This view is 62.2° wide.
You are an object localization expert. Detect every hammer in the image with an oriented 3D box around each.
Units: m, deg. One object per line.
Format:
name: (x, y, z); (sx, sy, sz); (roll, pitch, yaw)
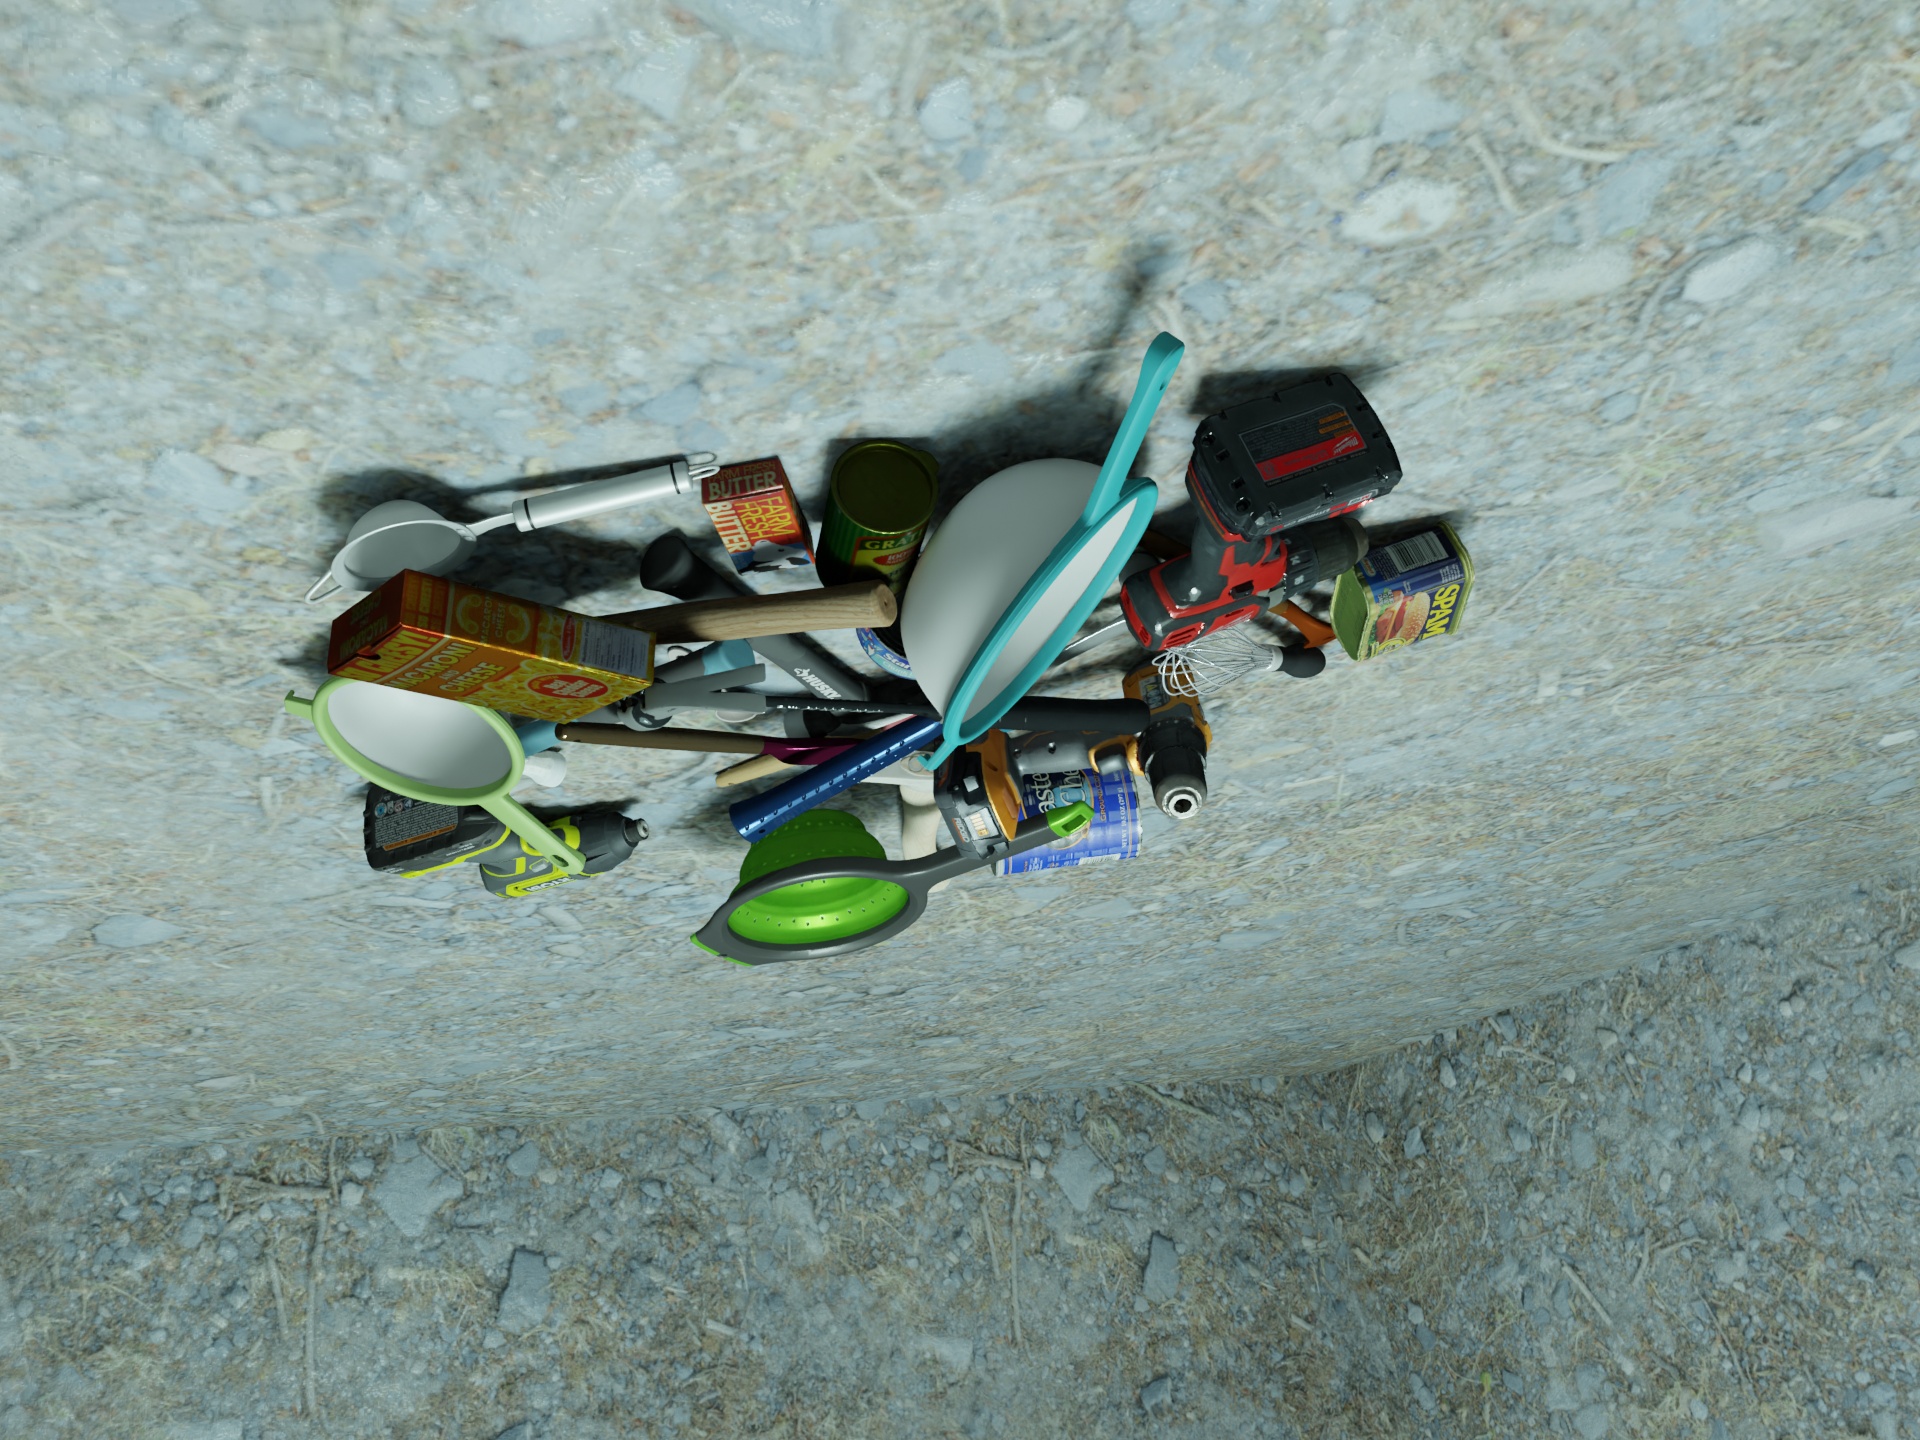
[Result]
hammer: (-0.050, 0.108, 1.593); (0.146, 0.038, 0.410); (5, 160, 0)
hammer: (-0.272, -0.007, 1.206); (0.331, 0.033, 0.128); (-18, 156, 39)
hammer: (-0.199, -0.064, 1.057); (0.331, 0.031, 0.130); (-4, 160, 23)
hammer: (-0.025, -0.010, 1.128); (0.408, 0.036, 0.149); (2, 175, -36)
hammer: (-0.002, -0.004, 1.263); (0.405, 0.035, 0.144); (-28, 154, 14)
hammer: (-0.130, -0.057, 1.182); (0.146, 0.035, 0.334); (-15, 157, 17)

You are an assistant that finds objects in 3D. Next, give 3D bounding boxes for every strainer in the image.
strainer: (-0.272, -0.124, 0.963); (0.258, 0.050, 0.086); (-14, 165, -3)
strainer: (0.042, -0.127, 0.971); (0.211, 0.095, 0.340); (-45, 167, -34)
strainer: (-0.356, 0.022, 1.179); (0.151, 0.069, 0.256); (-13, 138, 26)

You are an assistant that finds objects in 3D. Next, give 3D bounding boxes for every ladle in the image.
ladle: (-0.089, 0.010, 1.372); (0.315, 0.031, 0.069); (-19, 156, 28)

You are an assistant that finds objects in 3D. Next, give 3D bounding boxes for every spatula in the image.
spatula: (0.231, -0.103, 1.226); (0.322, 0.041, 0.081); (19, 144, -41)

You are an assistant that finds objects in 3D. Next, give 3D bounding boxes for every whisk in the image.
whisk: (0.229, -0.052, 1.266); (0.070, 0.070, 0.284); (-24, 167, 32)

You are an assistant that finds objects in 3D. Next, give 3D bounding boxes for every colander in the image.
colander: (-0.066, 0.117, 1.473); (0.397, 0.095, 0.204); (-22, 150, 19)

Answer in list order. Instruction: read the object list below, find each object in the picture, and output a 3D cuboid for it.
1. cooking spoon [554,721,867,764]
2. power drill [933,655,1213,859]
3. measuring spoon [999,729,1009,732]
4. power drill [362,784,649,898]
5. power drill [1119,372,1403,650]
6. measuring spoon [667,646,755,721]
cooking spoon: (-0.177, 0.017, 1.241); (0.069, 0.017, 0.318); (-21, 163, 39)
power drill: (0.095, 0.040, 1.296); (0.226, 0.186, 0.084); (-18, 121, 11)
measuring spoon: (0.047, 0.013, 1.432); (0.128, 0.021, 0.042); (-17, 156, 23)
power drill: (-0.400, 0.101, 1.414); (0.171, 0.080, 0.223); (-16, 160, 20)
power drill: (0.214, -0.132, 1.061); (0.188, 0.080, 0.226); (-20, 162, -14)
measuring spoon: (-0.197, -0.032, 1.250); (0.034, 0.018, 0.124); (-15, 150, 14)
